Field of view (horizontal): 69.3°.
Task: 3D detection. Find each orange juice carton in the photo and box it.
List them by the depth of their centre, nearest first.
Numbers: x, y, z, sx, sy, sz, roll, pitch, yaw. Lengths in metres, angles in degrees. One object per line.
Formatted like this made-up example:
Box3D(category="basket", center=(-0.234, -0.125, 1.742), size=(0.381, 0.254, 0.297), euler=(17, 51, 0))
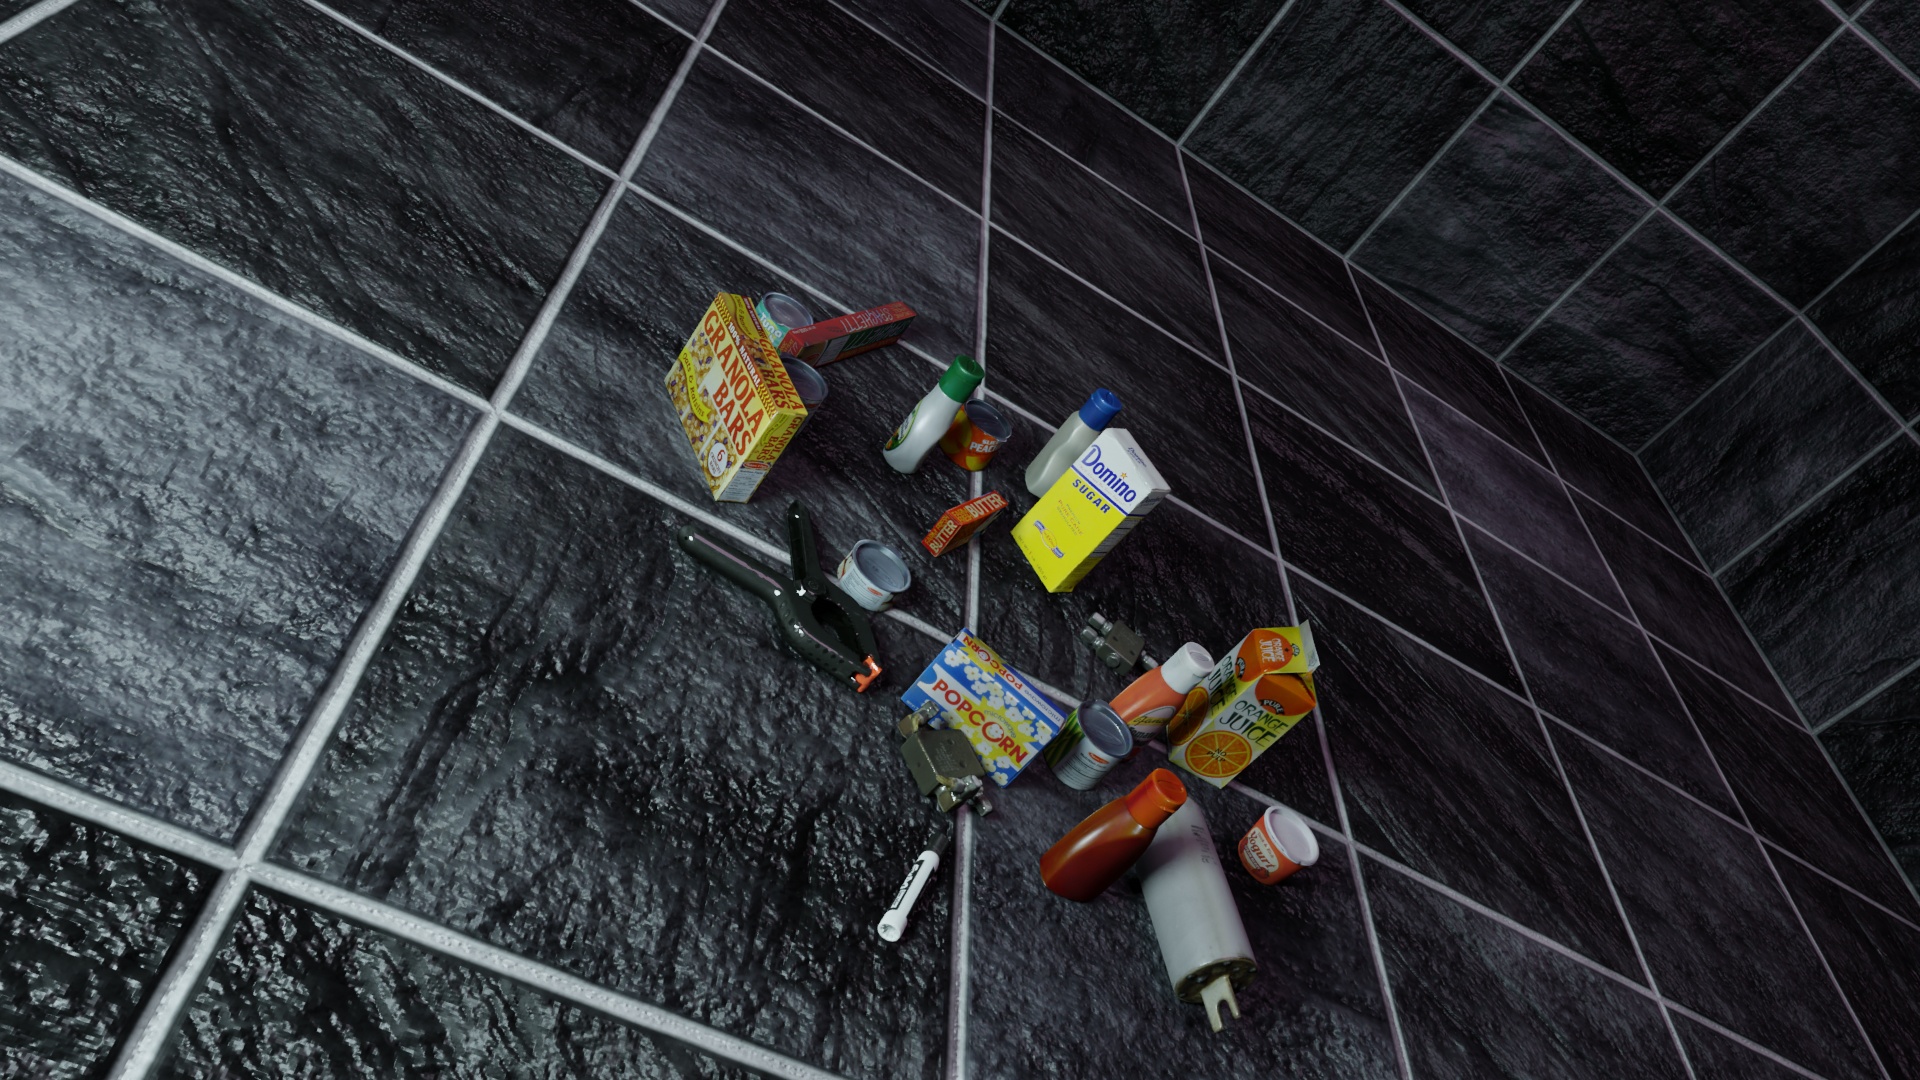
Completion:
Box3D(category="orange juice carton", center=(0.298, 0.162, 1.427), size=(0.073, 0.191, 0.072), euler=(30, 33, -16))

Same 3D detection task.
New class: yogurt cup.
Box3D(category="yogurt cup", center=(0.317, 0.309, 1.394), size=(0.072, 0.053, 0.073), euler=(27, 34, -20))

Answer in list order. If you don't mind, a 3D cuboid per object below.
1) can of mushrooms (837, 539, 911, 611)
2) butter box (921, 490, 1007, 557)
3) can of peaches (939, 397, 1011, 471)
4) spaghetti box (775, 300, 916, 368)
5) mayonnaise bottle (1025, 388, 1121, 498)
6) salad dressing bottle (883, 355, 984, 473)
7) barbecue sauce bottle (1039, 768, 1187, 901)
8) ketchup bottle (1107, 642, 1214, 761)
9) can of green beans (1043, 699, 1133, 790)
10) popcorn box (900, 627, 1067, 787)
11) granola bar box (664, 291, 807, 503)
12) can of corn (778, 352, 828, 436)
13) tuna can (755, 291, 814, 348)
Box3D(category="can of mushrooms", center=(-0.083, 0.033, 1.344), size=(0.071, 0.033, 0.071), euler=(27, 34, -20))
Box3D(category="butter box", center=(0.005, -0.019, 1.482), size=(0.024, 0.053, 0.104), euler=(47, 32, 12))
Box3D(category="can of peaches", center=(0.017, -0.121, 1.619), size=(0.071, 0.057, 0.071), euler=(27, 34, -20))
Box3D(category="spaghetti box", center=(-0.133, -0.236, 1.615), size=(0.029, 0.050, 0.251), euler=(45, 32, 9))
Box3D(category="mayonnaise bottle", center=(0.133, -0.116, 1.648), size=(0.041, 0.147, 0.065), euler=(30, 33, -16))
Box3D(category="salad dressing bottle", center=(-0.028, -0.137, 1.506), size=(0.044, 0.147, 0.064), euler=(33, 32, -12))
Box3D(category="barbecue sauce bottle", center=(0.133, 0.251, 1.185), size=(0.065, 0.148, 0.044), euler=(21, 36, -28))
Box3D(category="ketchup bottle", center=(0.187, 0.157, 1.359), size=(0.065, 0.148, 0.044), euler=(16, 39, -34))
Box3D(category="can of green beans", center=(0.122, 0.196, 1.329), size=(0.071, 0.057, 0.071), euler=(27, 34, -20))
Box3D(category="popcorn box", center=(0.022, 0.151, 1.255), size=(0.127, 0.085, 0.038), euler=(41, 31, 2))
Box3D(category="granola bar box", center=(-0.217, -0.137, 1.331), size=(0.039, 0.123, 0.166), euler=(6, 45, -43))
Box3D(category="can of corn", center=(-0.182, -0.152, 1.449), size=(0.071, 0.058, 0.071), euler=(27, 34, -20))
Box3D(category="tuna can", center=(-0.203, -0.247, 1.572), size=(0.071, 0.032, 0.071), euler=(27, 34, -20))
